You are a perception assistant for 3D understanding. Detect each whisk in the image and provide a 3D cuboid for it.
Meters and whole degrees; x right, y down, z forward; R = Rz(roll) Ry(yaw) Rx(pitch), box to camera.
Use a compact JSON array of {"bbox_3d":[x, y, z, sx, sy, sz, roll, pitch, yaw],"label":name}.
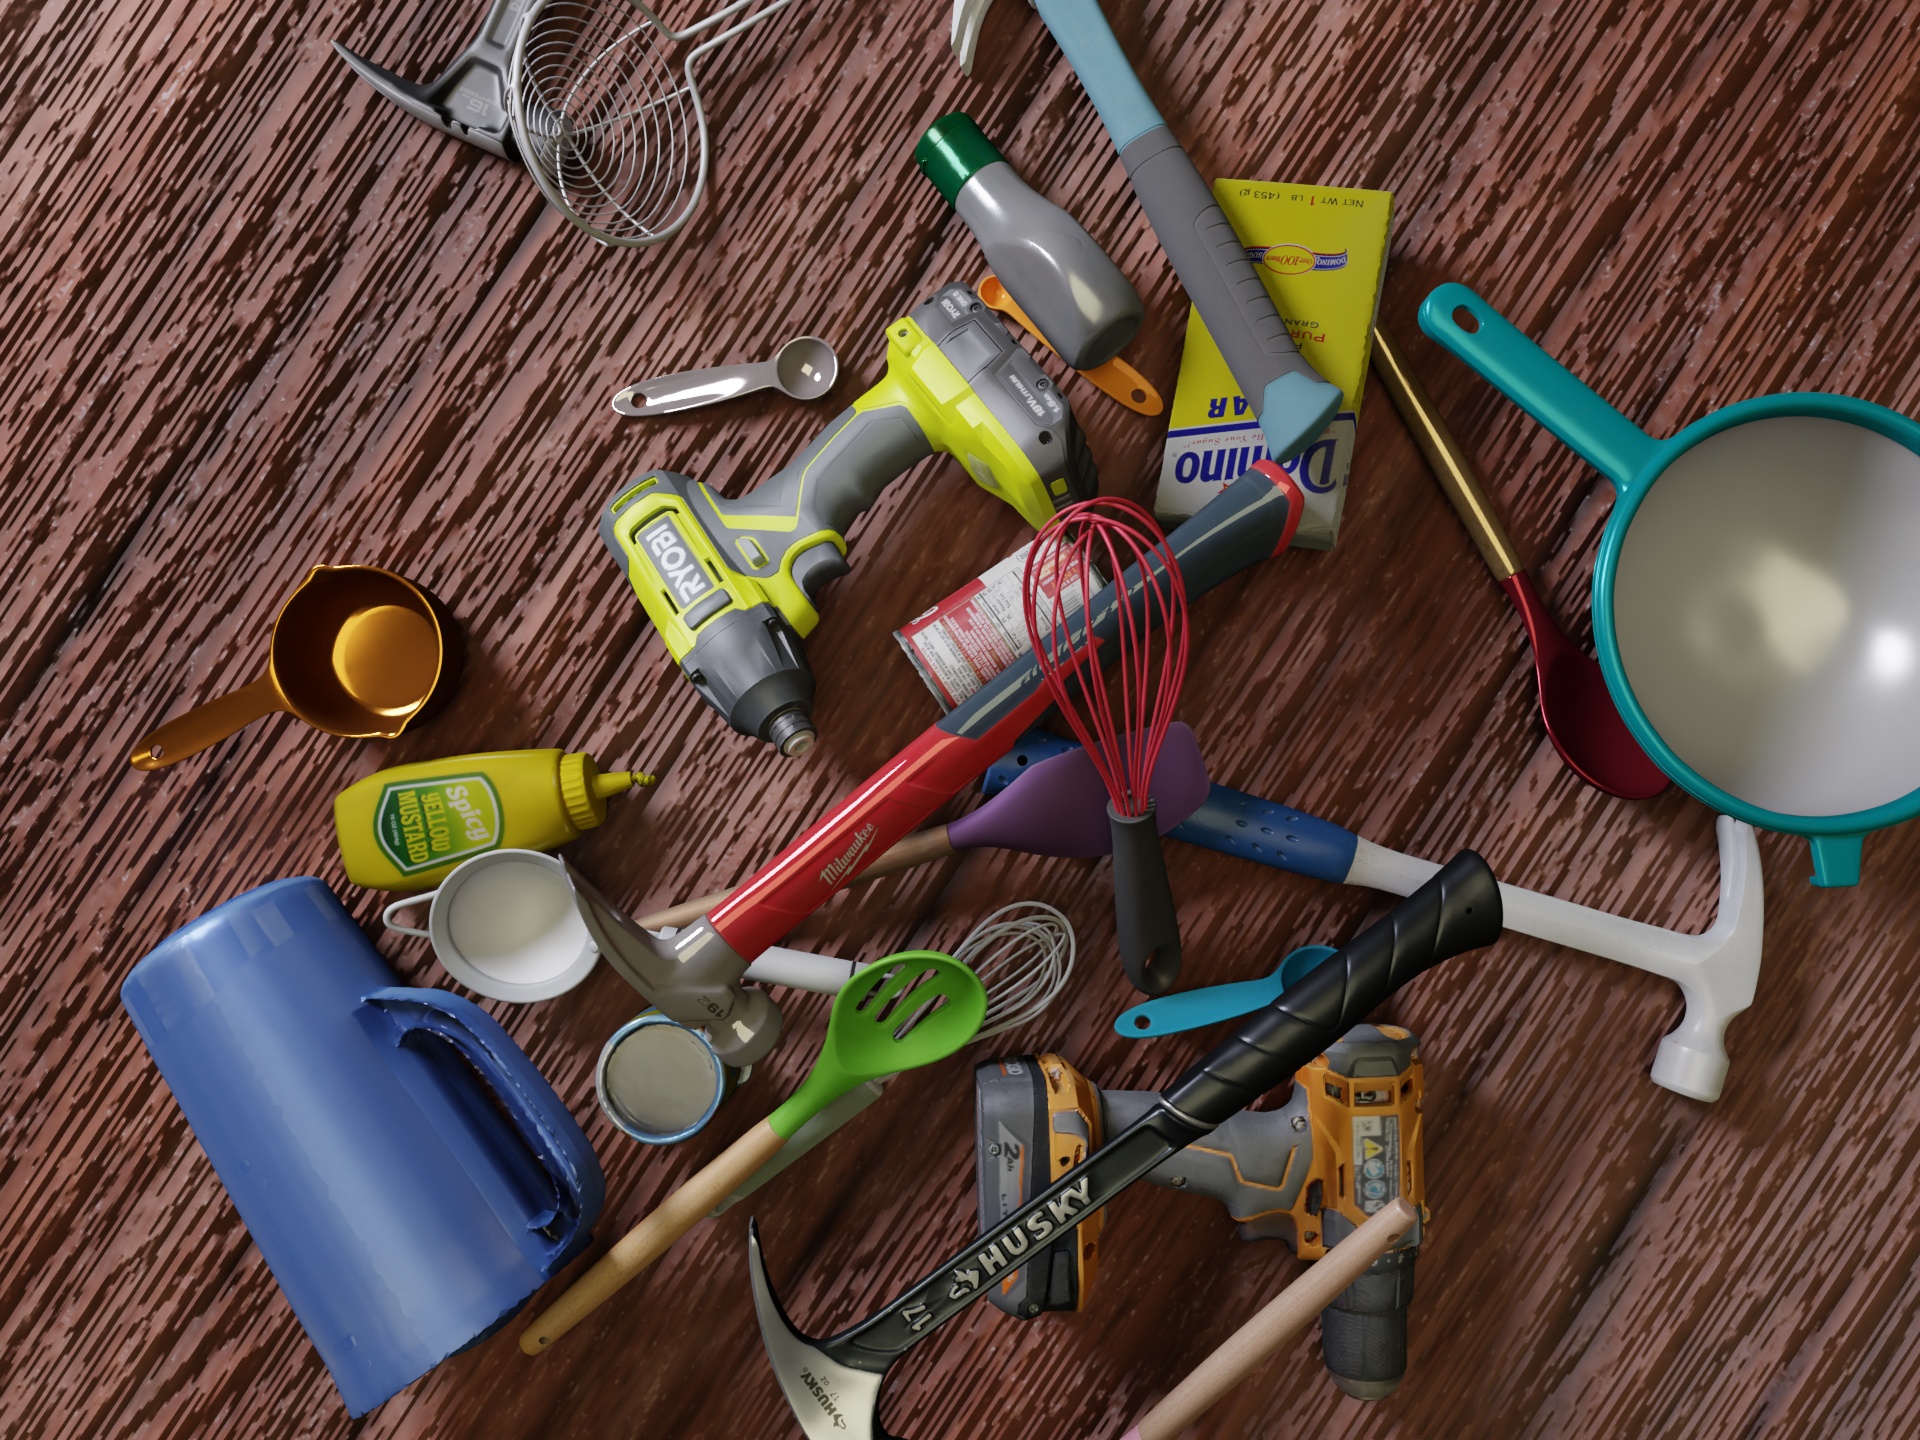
[{"bbox_3d":[-0.042,0.178,0.820,0.246,0.057,0.059,-37,54,3],"label":"whisk"},{"bbox_3d":[0.079,0.025,0.742,0.073,0.073,0.295,-11,127,1],"label":"whisk"}]

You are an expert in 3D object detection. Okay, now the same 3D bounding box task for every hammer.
[{"bbox_3d":[0.086,0.189,0.738,0.409,0.036,0.149,-35,94,-7],"label":"hammer"},{"bbox_3d":[-0.001,-0.002,0.744,0.386,0.038,0.143,-40,126,-3],"label":"hammer"},{"bbox_3d":[0.212,0.069,0.819,0.405,0.035,0.144,17,90,1],"label":"hammer"},{"bbox_3d":[-0.203,-0.464,0.835,0.127,0.034,0.337,25,89,0],"label":"hammer"},{"bbox_3d":[0.100,-0.279,0.795,0.128,0.033,0.331,-28,78,10],"label":"hammer"}]

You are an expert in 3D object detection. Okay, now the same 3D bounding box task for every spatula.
[{"bbox_3d":[-0.028,0.069,0.810,0.316,0.018,0.059,-17,104,9],"label":"spatula"}]

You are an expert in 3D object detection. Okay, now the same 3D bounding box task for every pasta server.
[{"bbox_3d":[0.110,0.336,0.765,0.060,0.040,0.316,26,115,-28],"label":"pasta server"}]

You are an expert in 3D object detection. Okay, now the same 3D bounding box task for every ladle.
[{"bbox_3d":[0.273,-0.098,0.824,0.069,0.031,0.315,-26,86,-28],"label":"ladle"}]

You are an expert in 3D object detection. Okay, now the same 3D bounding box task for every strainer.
[{"bbox_3d":[-0.155,0.113,0.804,0.258,0.050,0.086,11,110,-1],"label":"strainer"},{"bbox_3d":[0.353,-0.089,0.791,0.340,0.095,0.211,41,86,3],"label":"strainer"}]

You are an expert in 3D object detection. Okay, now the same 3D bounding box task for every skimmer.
[{"bbox_3d":[-0.065,-0.374,0.803,0.363,0.090,0.127,-33,127,-3],"label":"skimmer"}]

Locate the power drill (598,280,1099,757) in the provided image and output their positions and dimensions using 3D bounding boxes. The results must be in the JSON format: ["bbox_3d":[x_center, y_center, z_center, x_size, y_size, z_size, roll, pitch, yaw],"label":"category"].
[{"bbox_3d":[-0.050,-0.097,0.784,0.223,0.080,0.171,-36,62,0],"label":"power drill"}]

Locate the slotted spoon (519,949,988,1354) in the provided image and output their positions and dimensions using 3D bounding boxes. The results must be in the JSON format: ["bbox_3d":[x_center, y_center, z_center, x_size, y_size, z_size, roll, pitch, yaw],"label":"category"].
[{"bbox_3d":[-0.110,0.218,0.794,0.313,0.031,0.070,-43,115,10],"label":"slotted spoon"}]

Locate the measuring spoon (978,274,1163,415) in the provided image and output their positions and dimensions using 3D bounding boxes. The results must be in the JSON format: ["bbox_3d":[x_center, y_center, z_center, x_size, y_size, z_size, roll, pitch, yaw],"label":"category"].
[{"bbox_3d":[0.058,-0.196,0.840,0.117,0.011,0.021,35,75,-2],"label":"measuring spoon"}]

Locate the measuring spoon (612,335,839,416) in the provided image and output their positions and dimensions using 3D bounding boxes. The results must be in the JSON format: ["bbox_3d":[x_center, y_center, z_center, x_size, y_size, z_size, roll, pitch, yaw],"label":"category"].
[{"bbox_3d":[-0.123,-0.176,0.841,0.124,0.018,0.034,-9,83,7],"label":"measuring spoon"}]

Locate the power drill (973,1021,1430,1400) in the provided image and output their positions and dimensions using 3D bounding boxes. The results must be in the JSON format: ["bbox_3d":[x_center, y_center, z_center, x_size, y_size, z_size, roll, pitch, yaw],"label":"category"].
[{"bbox_3d":[0.123,0.250,0.799,0.226,0.084,0.185,-2,91,-4],"label":"power drill"}]

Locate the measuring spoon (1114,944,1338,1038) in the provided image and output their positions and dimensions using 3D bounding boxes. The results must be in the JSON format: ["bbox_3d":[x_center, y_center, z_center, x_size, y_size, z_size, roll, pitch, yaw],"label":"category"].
[{"bbox_3d":[0.143,0.148,0.822,0.128,0.021,0.042,-12,52,0],"label":"measuring spoon"}]

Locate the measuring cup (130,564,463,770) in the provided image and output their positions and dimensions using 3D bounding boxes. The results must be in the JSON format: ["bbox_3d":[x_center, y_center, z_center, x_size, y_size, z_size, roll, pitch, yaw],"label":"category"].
[{"bbox_3d":[-0.340,-0.016,0.822,0.173,0.052,0.095,-26,89,2],"label":"measuring cup"}]
